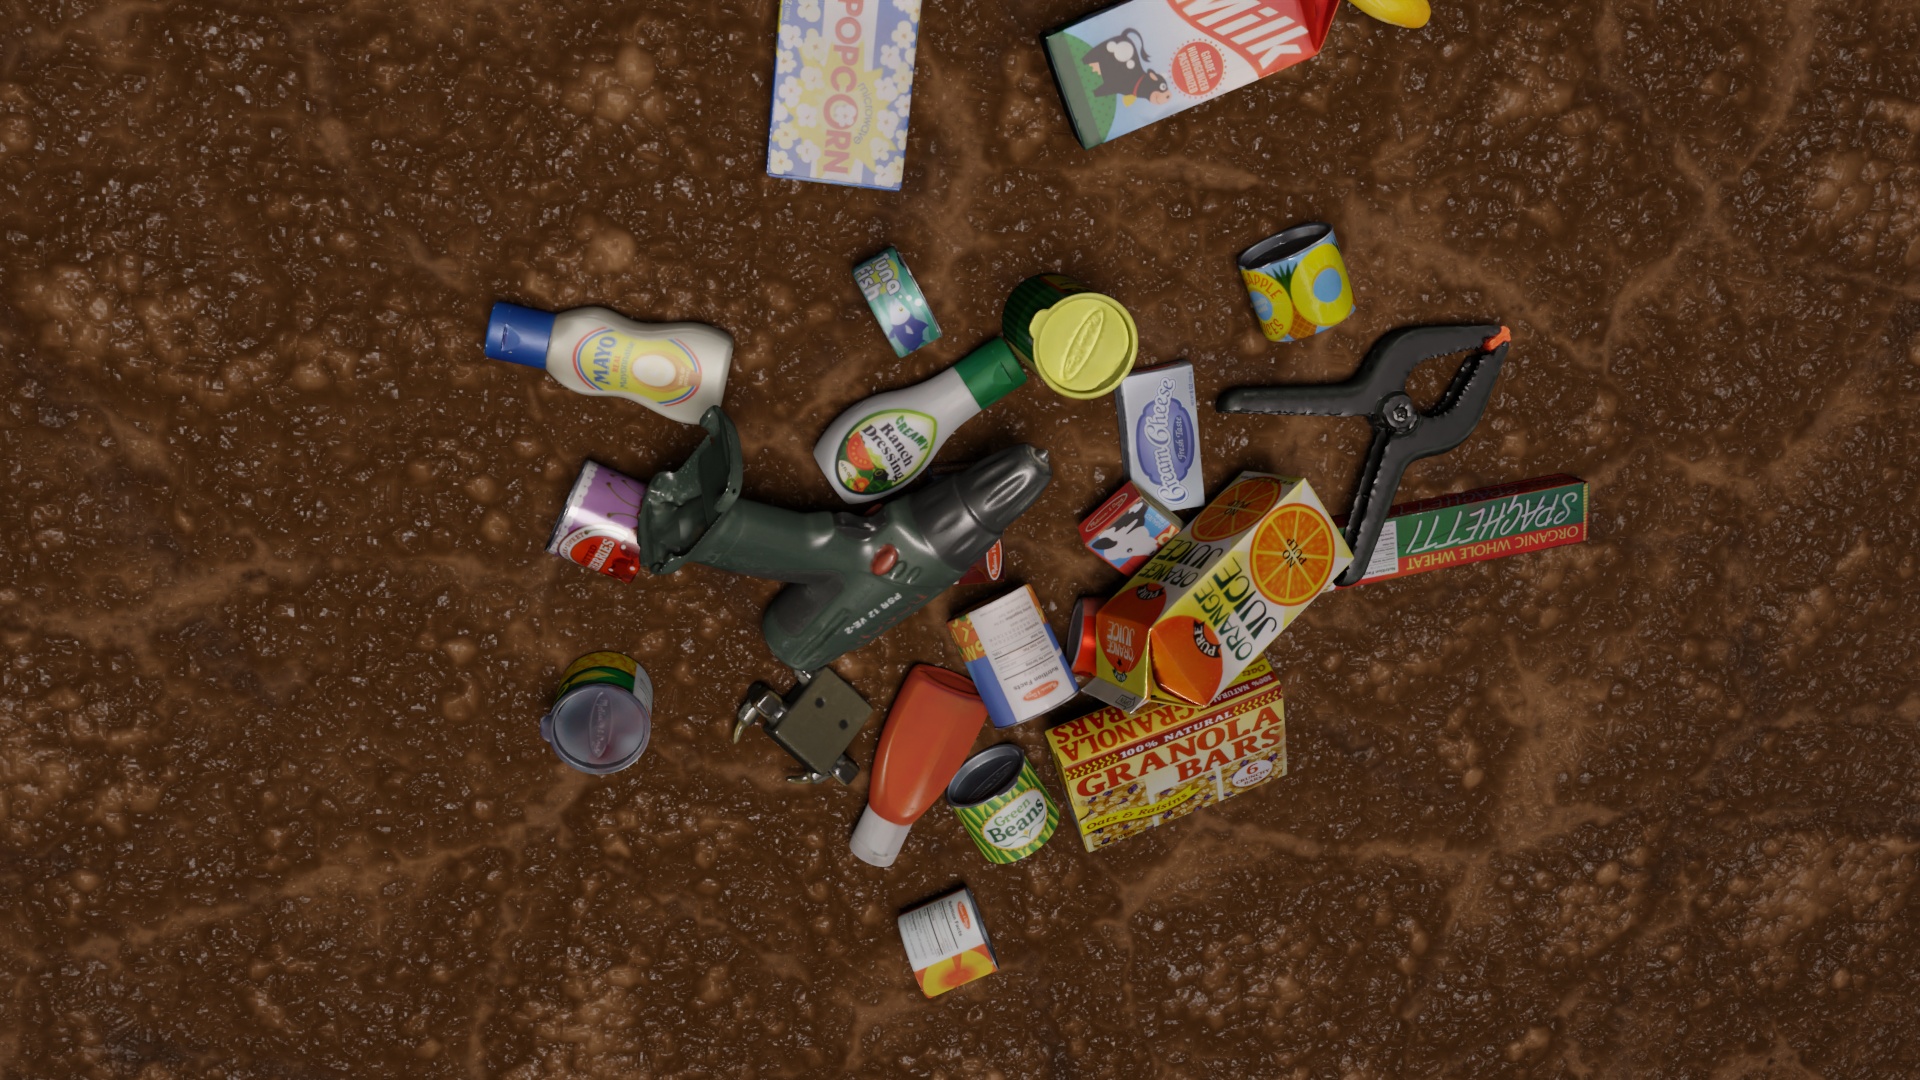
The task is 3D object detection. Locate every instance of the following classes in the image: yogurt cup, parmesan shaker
[{"bbox_3d":[0.107,0.071,0.992,0.054,0.072,0.072,9,106,-4],"label":"yogurt cup"},{"bbox_3d":[0.066,-0.136,0.896,0.071,0.103,0.071,-3,109,-9],"label":"parmesan shaker"}]

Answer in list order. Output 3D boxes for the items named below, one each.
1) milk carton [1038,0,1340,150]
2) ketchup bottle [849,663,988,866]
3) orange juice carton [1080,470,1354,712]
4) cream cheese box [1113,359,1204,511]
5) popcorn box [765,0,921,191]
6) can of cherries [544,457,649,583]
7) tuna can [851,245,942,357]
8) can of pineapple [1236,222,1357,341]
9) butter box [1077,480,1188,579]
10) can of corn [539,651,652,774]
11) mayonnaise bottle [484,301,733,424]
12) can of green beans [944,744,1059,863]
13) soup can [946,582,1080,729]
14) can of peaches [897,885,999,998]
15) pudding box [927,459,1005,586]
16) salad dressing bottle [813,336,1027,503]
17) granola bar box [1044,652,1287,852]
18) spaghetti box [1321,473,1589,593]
[{"bbox_3d":[0.150,-0.314,0.855,0.190,0.072,0.073,-21,110,7],"label":"milk carton"},{"bbox_3d":[-0.035,0.165,1.006,0.065,0.043,0.148,21,103,-19],"label":"ketchup bottle"},{"bbox_3d":[0.163,0.043,0.928,0.193,0.072,0.073,-42,110,-14],"label":"orange juice carton"},{"bbox_3d":[0.139,-0.071,0.972,0.053,0.024,0.103,-11,109,-5],"label":"cream cheese box"},{"bbox_3d":[-0.073,-0.284,0.859,0.085,0.038,0.126,4,107,-10],"label":"popcorn box"},{"bbox_3d":[-0.230,-0.010,0.901,0.058,0.072,0.071,24,102,-17],"label":"can of cherries"},{"bbox_3d":[-0.041,-0.154,0.889,0.033,0.071,0.071,-29,110,1],"label":"tuna can"},{"bbox_3d":[0.225,-0.172,0.932,0.071,0.071,0.057,-26,111,-1],"label":"can of pineapple"},{"bbox_3d":[0.136,0.005,0.977,0.053,0.024,0.103,-42,126,19],"label":"butter box"},{"bbox_3d":[-0.246,0.116,0.945,0.071,0.058,0.071,-3,108,-9],"label":"can of corn"},{"bbox_3d":[-0.223,-0.118,0.883,0.148,0.041,0.064,11,107,-14],"label":"mayonnaise bottle"},{"bbox_3d":[0.031,0.192,1.015,0.071,0.071,0.057,-31,111,1],"label":"can of green beans"},{"bbox_3d":[0.036,0.080,0.971,0.071,0.071,0.083,-25,90,-1],"label":"soup can"},{"bbox_3d":[-0.009,0.303,1.044,0.058,0.071,0.071,-22,110,-2],"label":"can of peaches"},{"bbox_3d":[0.003,-0.012,0.964,0.050,0.030,0.083,-6,109,-9],"label":"pudding box"},{"bbox_3d":[-0.026,-0.082,0.928,0.147,0.044,0.064,-33,113,1],"label":"salad dressing bottle"},{"bbox_3d":[0.154,0.155,1.012,0.166,0.039,0.123,-21,138,-3],"label":"granola bar box"},{"bbox_3d":[0.343,-0.003,1.027,0.250,0.029,0.050,-10,109,-7],"label":"spaghetti box"}]
